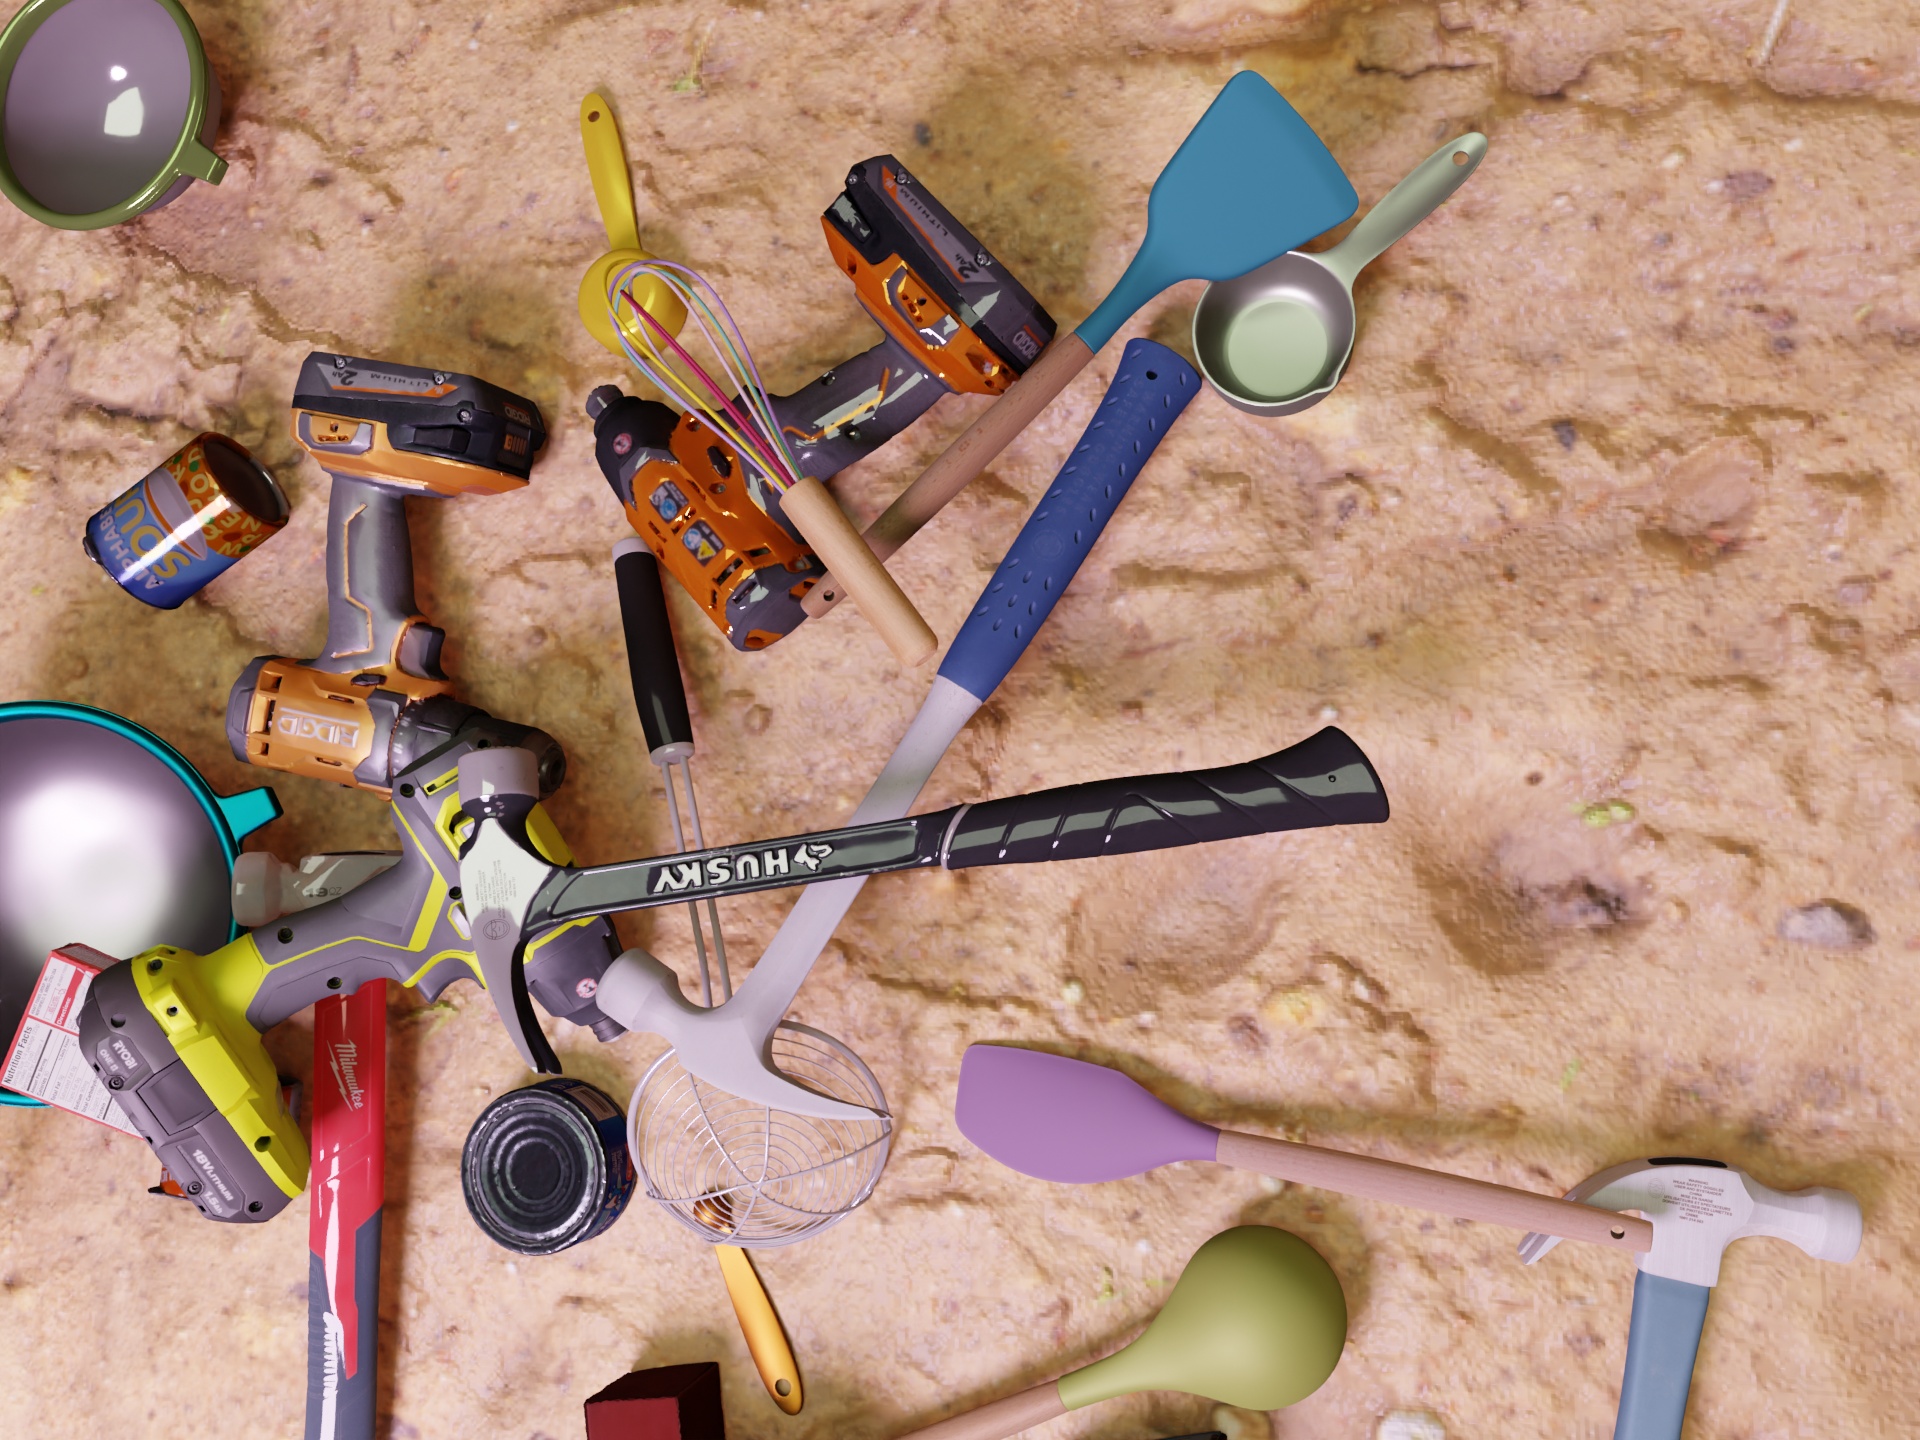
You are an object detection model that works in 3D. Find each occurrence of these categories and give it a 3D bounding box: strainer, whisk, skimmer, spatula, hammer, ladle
[{"bbox_3d":[-0.501,0.154,0.863,0.211,0.095,0.340,20,91,-4],"label":"strainer"},{"bbox_3d":[-0.092,-0.122,0.743,0.051,0.047,0.245,-40,80,15],"label":"whisk"},{"bbox_3d":[-0.129,0.082,0.813,0.127,0.090,0.364,-16,70,2],"label":"skimmer"},{"bbox_3d":[0.143,0.201,0.722,0.316,0.018,0.060,6,87,23],"label":"spatula"},{"bbox_3d":[-0.001,-0.002,0.746,0.144,0.035,0.405,30,82,14],"label":"hammer"},{"bbox_3d":[0.031,0.323,0.749,0.320,0.062,0.078,-29,71,17],"label":"ladle"},{"bbox_3d":[-0.534,-0.333,0.939,0.256,0.069,0.151,-20,82,13],"label":"strainer"},{"bbox_3d":[-0.303,0.261,0.826,0.143,0.038,0.386,1,91,-15],"label":"hammer"},{"bbox_3d":[0.286,0.351,0.677,0.128,0.033,0.331,10,87,15],"label":"hammer"},{"bbox_3d":[-0.021,0.058,0.696,0.409,0.036,0.149,-8,76,5],"label":"hammer"},{"bbox_3d":[0.040,-0.158,0.744,0.317,0.044,0.082,-44,108,8],"label":"spatula"}]

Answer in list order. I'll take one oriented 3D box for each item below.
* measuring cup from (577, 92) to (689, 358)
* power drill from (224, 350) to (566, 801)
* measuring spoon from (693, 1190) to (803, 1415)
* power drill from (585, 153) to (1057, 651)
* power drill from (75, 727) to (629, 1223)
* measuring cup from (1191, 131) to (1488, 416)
[{"bbox_3d":[-0.190,-0.274,0.863,0.062,0.029,0.156,-15,83,13],"label":"measuring cup"},{"bbox_3d":[-0.283,-0.068,0.845,0.185,0.084,0.226,11,92,14],"label":"power drill"},{"bbox_3d":[-0.107,0.292,0.796,0.021,0.011,0.117,-28,79,11],"label":"measuring spoon"},{"bbox_3d":[-0.082,-0.168,0.801,0.226,0.084,0.164,-45,76,11],"label":"power drill"},{"bbox_3d":[-0.281,0.131,0.771,0.223,0.080,0.171,-33,104,-15],"label":"power drill"},{"bbox_3d":[0.184,-0.213,0.758,0.167,0.038,0.083,-42,76,5],"label":"measuring cup"}]
